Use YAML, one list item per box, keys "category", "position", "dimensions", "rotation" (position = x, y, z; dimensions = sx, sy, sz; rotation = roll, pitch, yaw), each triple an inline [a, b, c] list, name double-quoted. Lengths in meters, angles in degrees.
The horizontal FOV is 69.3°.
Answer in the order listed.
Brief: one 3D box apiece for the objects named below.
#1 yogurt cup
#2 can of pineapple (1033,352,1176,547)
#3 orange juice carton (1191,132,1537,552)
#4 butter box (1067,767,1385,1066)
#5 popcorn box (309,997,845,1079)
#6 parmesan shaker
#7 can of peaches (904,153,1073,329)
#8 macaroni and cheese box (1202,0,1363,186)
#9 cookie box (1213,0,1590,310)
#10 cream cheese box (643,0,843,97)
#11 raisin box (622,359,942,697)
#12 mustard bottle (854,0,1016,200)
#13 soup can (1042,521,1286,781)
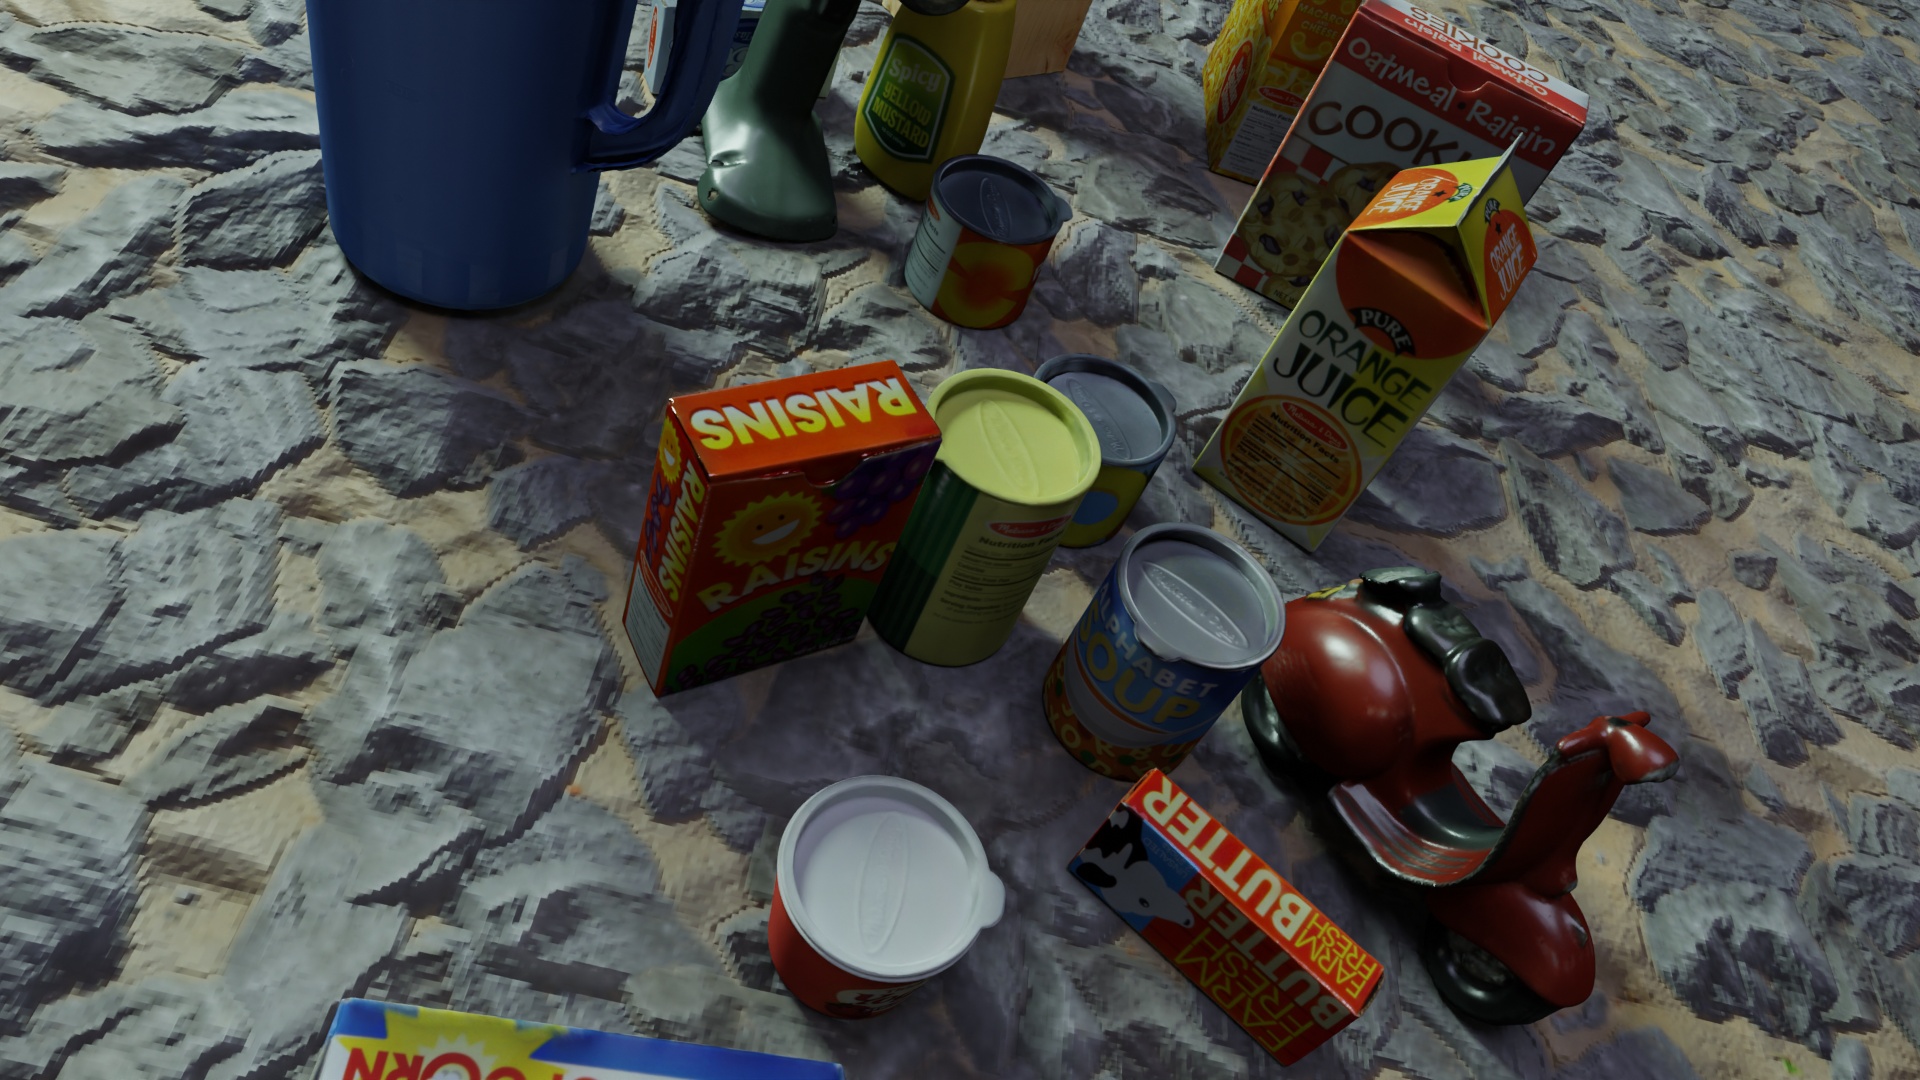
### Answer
- category: "yogurt cup"
  position: [-0.030, 0.118, 0.446]
  dimensions: [0.072, 0.053, 0.073]
  rotation: [11, 48, -13]
- category: "can of pineapple"
  position: [0.055, -0.039, 0.612]
  dimensions: [0.071, 0.057, 0.071]
  rotation: [11, 48, -13]
- category: "orange juice carton"
  position: [0.185, -0.090, 0.617]
  dimensions: [0.073, 0.191, 0.072]
  rotation: [37, 48, 10]
- category: "butter box"
  position: [0.091, 0.131, 0.484]
  dimensions: [0.103, 0.052, 0.024]
  rotation: [41, 48, 14]
- category: "popcorn box"
  position: [-0.100, 0.160, 0.359]
  dimensions: [0.127, 0.084, 0.038]
  rotation: [12, 48, -12]
- category: "parmesan shaker"
  position: [0.002, -0.007, 0.532]
  dimensions: [0.071, 0.102, 0.072]
  rotation: [12, 48, -13]
- category: "can of peaches"
  position: [0.013, -0.147, 0.687]
  dimensions: [0.071, 0.057, 0.071]
  rotation: [11, 48, -13]
- category: "macaroni and cheese box"
  position: [0.200, -0.318, 0.837]
  dimensions: [0.040, 0.165, 0.124]
  rotation: [15, 47, -10]
- category: "cookie box"
  position: [0.227, -0.186, 0.733]
  dimensions: [0.123, 0.166, 0.040]
  rotation: [28, 47, 3]
- category: "cream cheese box"
  position: [-0.114, -0.265, 0.740]
  dimensions: [0.104, 0.053, 0.024]
  rotation: [-9, 56, -28]
- category: "raisin box"
  position: [-0.066, -0.002, 0.486]
  dimensions: [0.086, 0.122, 0.040]
  rotation: [-13, 58, -31]
- category: "mustard bottle"
  position: [-0.007, -0.249, 0.697]
  dimensions: [0.065, 0.159, 0.049]
  rotation: [37, 48, 11]
- category: "soup can"
  position: [0.074, 0.045, 0.530]
  dimensions: [0.071, 0.083, 0.072]
  rotation: [12, 48, -13]
